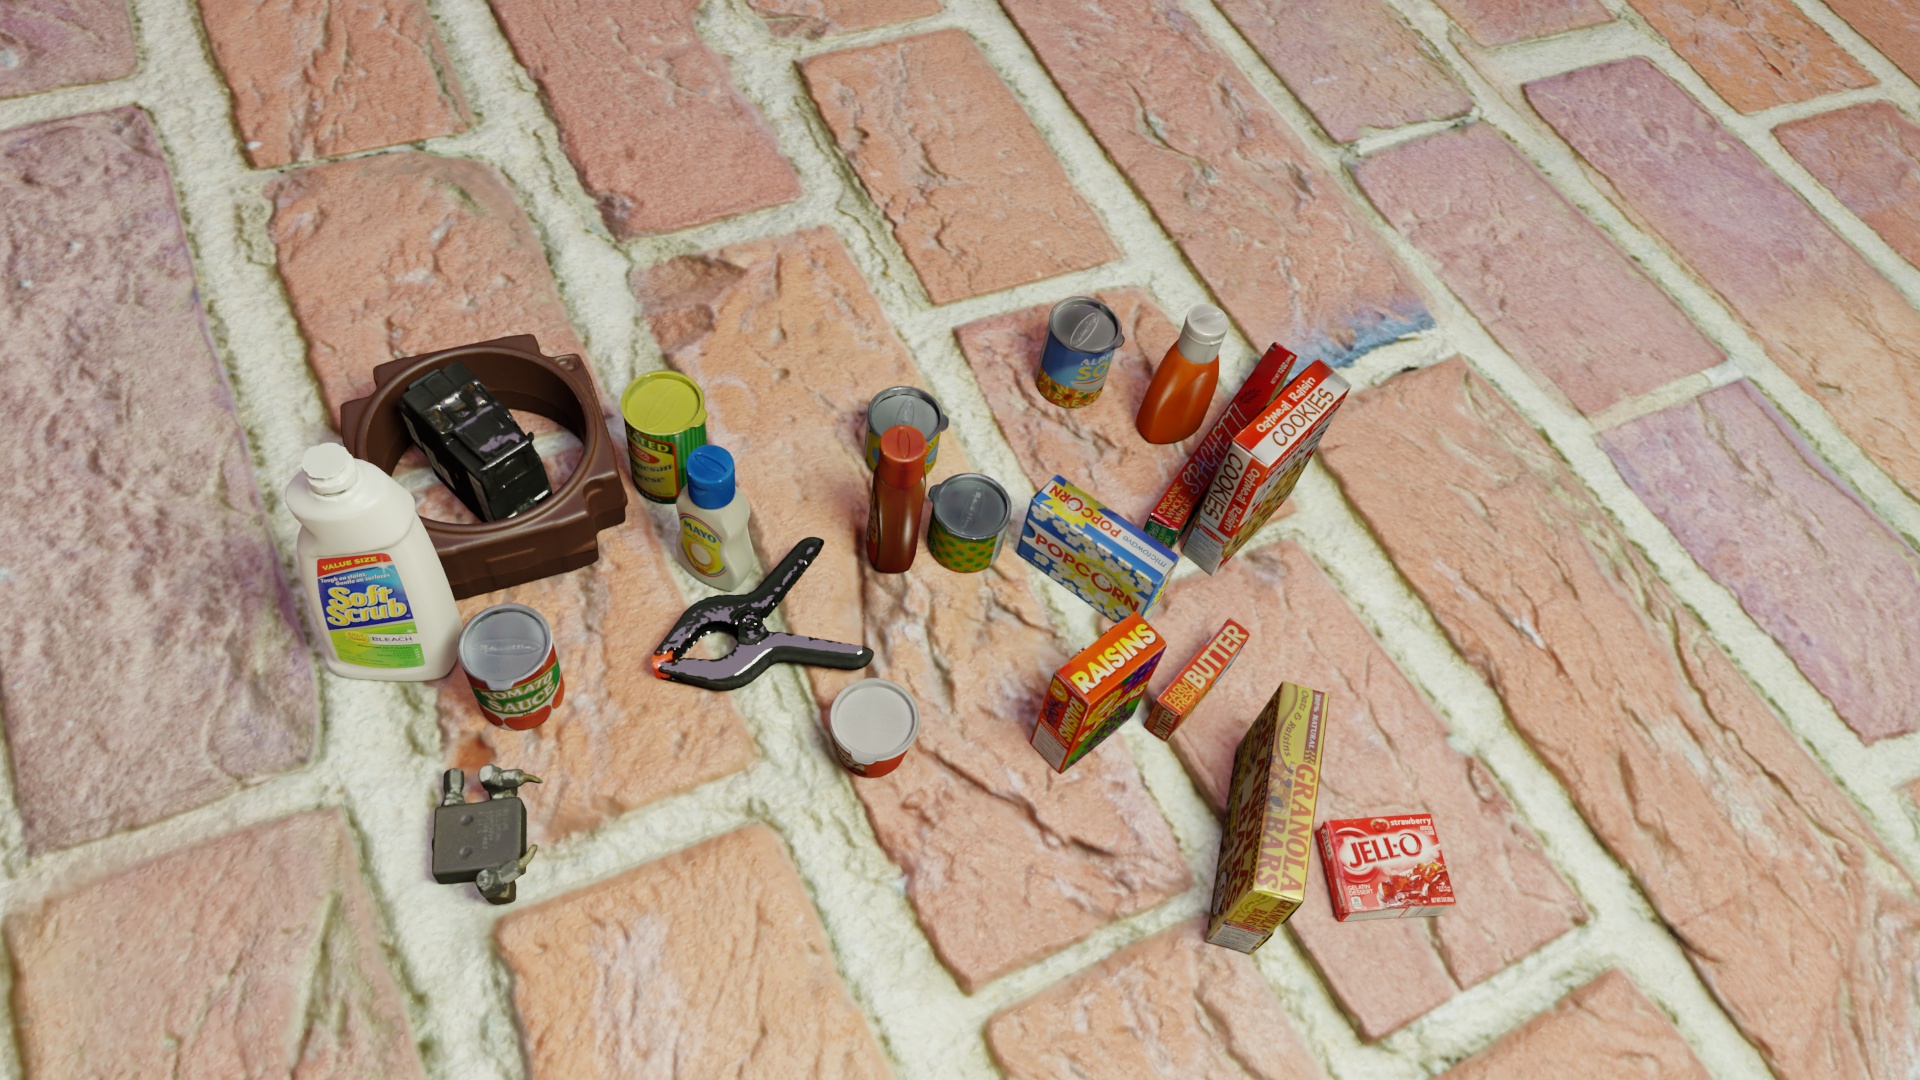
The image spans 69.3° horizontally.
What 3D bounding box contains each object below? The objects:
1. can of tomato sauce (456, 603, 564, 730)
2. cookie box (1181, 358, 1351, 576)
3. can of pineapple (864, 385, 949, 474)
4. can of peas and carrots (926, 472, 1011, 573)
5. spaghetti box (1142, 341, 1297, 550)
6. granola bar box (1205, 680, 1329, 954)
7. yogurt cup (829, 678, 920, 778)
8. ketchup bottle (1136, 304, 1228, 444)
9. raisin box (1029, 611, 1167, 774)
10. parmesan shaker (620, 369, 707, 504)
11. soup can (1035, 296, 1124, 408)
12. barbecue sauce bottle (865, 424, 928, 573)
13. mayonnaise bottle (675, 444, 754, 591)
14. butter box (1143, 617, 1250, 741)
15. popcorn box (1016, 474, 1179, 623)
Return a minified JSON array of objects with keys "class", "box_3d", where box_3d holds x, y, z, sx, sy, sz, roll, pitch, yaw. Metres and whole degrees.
[{"class":"can of tomato sauce","box_3d":[-0.334,0.098,1.039,0.071,0.082,0.071,4,57,-5]},{"class":"cookie box","box_3d":[0.254,-0.060,1.171,0.040,0.166,0.123,39,61,17]},{"class":"can of pineapple","box_3d":[-0.049,-0.091,1.215,0.071,0.057,0.071,4,57,-5]},{"class":"can of peas and carrots","box_3d":[0.004,-0.015,1.172,0.071,0.058,0.071,4,57,-5]},{"class":"spaghetti box","box_3d":[0.234,-0.084,1.254,0.029,0.050,0.251,31,59,12]},{"class":"granola bar box","box_3d":[0.226,0.204,1.021,0.039,0.123,0.166,16,57,3]},{"class":"yogurt cup","box_3d":[-0.067,0.146,1.061,0.072,0.053,0.073,4,57,-5]},{"class":"ketchup bottle","box_3d":[0.201,-0.146,1.231,0.065,0.148,0.044,-19,62,-19]},{"class":"raisin box","box_3d":[0.104,0.117,1.062,0.086,0.122,0.040,-34,67,-25]},{"class":"parmesan shaker","box_3d":[-0.242,-0.083,1.156,0.071,0.102,0.071,4,57,-5]},{"class":"soup can","box_3d":[0.109,-0.170,1.272,0.071,0.083,0.072,4,57,-5]},{"class":"barbecue sauce bottle","box_3d":[-0.051,-0.036,1.125,0.044,0.147,0.065,0,58,-8]},{"class":"mayonnaise bottle","box_3d":[-0.195,-0.018,1.094,0.065,0.147,0.041,29,58,11]},{"class":"butter box","box_3d":[0.191,0.112,1.119,0.024,0.052,0.104,38,60,16]},{"class":"popcorn box","box_3d":[0.113,0.012,1.154,0.127,0.084,0.038,35,60,15]}]
